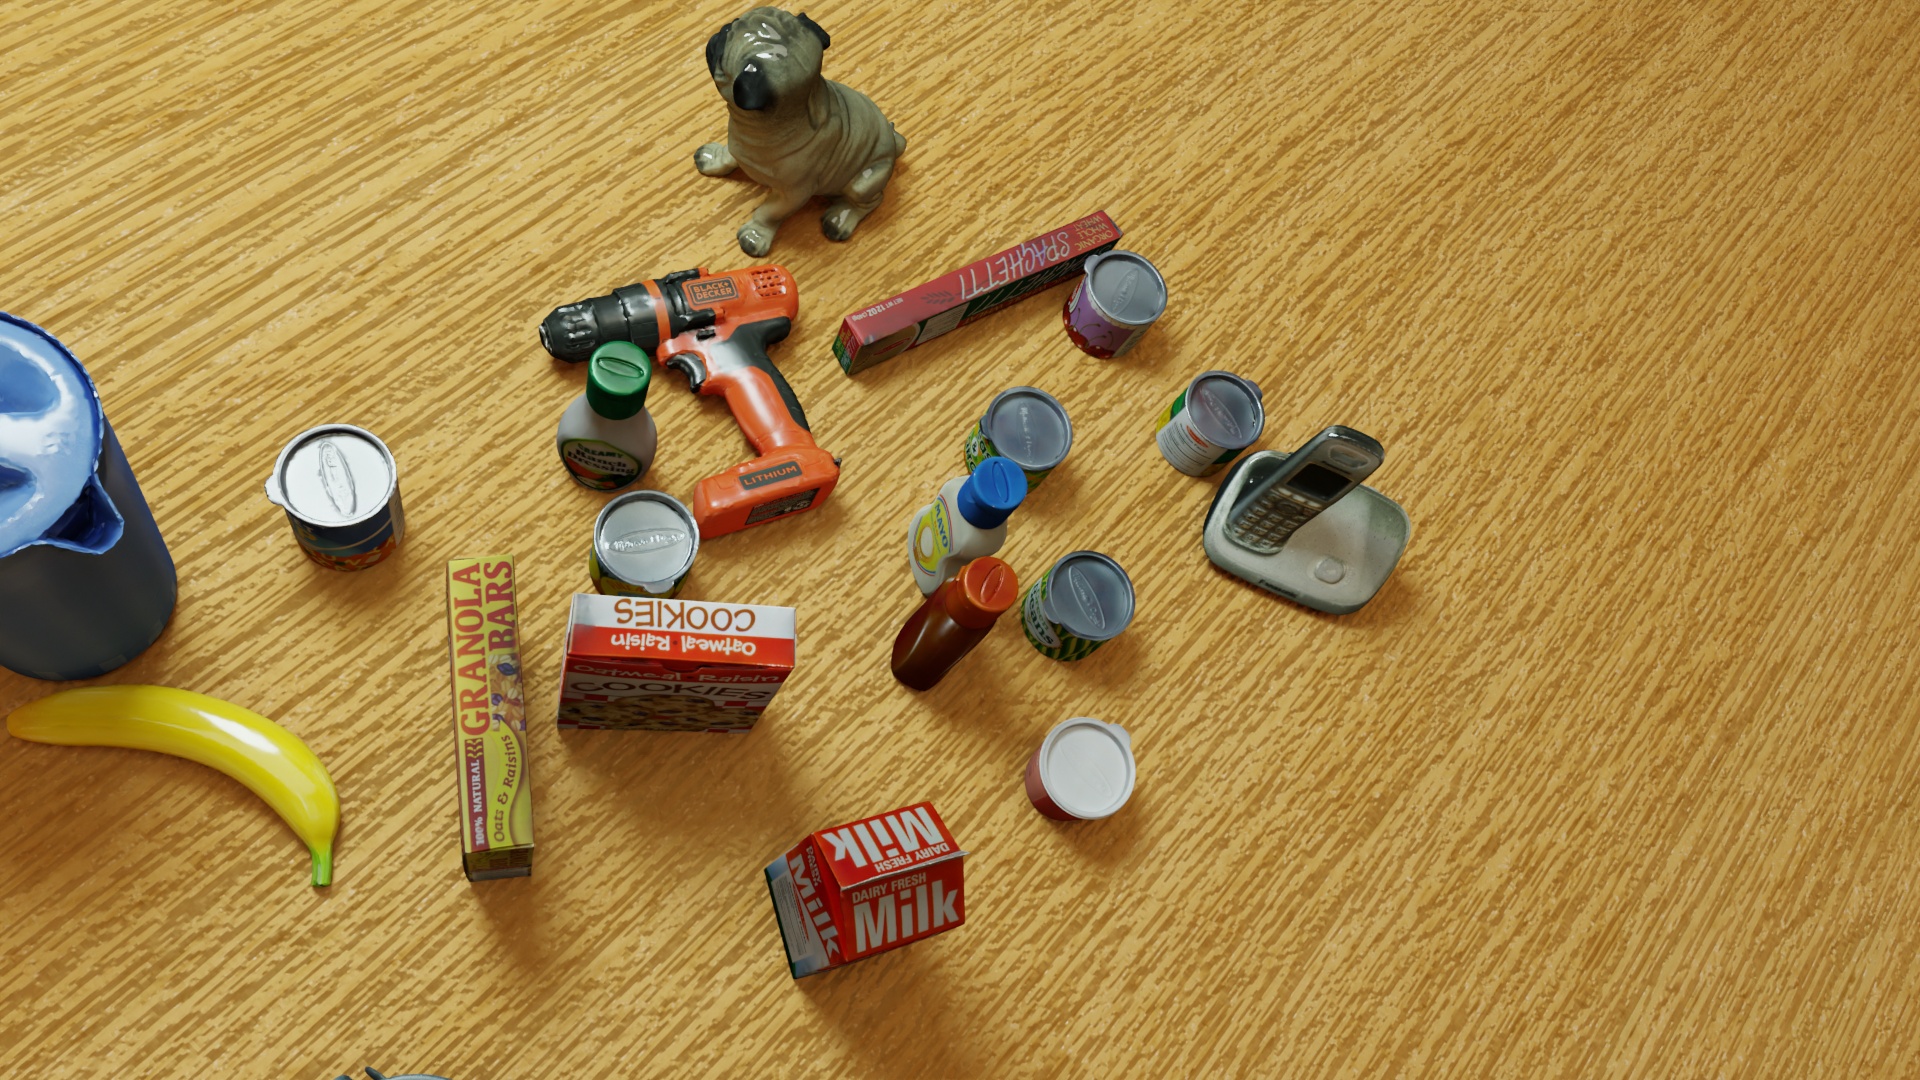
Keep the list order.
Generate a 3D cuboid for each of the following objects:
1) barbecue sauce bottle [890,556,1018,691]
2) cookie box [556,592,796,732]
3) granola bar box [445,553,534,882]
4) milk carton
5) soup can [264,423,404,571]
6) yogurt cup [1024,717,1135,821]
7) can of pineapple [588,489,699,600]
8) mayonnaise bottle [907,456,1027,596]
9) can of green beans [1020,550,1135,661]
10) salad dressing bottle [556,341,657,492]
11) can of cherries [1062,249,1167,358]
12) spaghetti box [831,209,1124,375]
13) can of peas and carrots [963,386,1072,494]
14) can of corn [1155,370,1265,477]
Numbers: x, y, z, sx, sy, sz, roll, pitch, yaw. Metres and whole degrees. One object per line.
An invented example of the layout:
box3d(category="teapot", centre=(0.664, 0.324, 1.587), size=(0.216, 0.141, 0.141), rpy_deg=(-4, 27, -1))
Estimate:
box3d(category="barbecue sauce bottle", centre=(-0.004, 0.051, 0.903), size=(0.043, 0.148, 0.065), rpy_deg=(31, 63, -5))
box3d(category="cookie box", centre=(-0.173, 0.078, 0.825), size=(0.123, 0.166, 0.040), rpy_deg=(4, 69, -17))
box3d(category="granola bar box", centre=(-0.273, 0.106, 0.805), size=(0.039, 0.123, 0.166), rpy_deg=(-4, 71, -20))
box3d(category="milk carton", centre=(-0.055, 0.202, 0.802), size=(0.072, 0.189, 0.073), rpy_deg=(-12, 74, -22))
box3d(category="soup can", centre=(-0.378, -0.024, 0.844), size=(0.071, 0.083, 0.071), rpy_deg=(6, 68, -16))
box3d(category="yogurt cup", centre=(0.077, 0.158, 0.940), size=(0.072, 0.053, 0.072), rpy_deg=(6, 68, -16))
box3d(category="can of pineapple", centre=(-0.207, 0.009, 0.903), size=(0.071, 0.057, 0.071), rpy_deg=(6, 68, -16))
box3d(category="mayonnaise bottle", centre=(0.003, -0.012, 0.930), size=(0.041, 0.147, 0.065), rpy_deg=(-6, 72, -20))
box3d(category="can of green beans", centre=(0.082, 0.047, 0.984), size=(0.071, 0.057, 0.071), rpy_deg=(6, 68, -16))
box3d(category="salad dressing bottle", centre=(-0.222, -0.078, 0.882), size=(0.064, 0.147, 0.044), rpy_deg=(17, 65, -12))
box3d(category="can of cherries", centre=(0.118, -0.186, 1.088), size=(0.071, 0.058, 0.072), rpy_deg=(6, 68, -16))
box3d(category="spaghetti box", centre=(0.016, -0.191, 1.061), size=(0.251, 0.050, 0.029), rpy_deg=(-28, 80, -26))
box3d(category="can of peas and carrots", centre=(0.039, -0.071, 1.015), size=(0.071, 0.058, 0.071), rpy_deg=(6, 68, -16))
box3d(category="can of corn", centre=(0.194, -0.091, 1.075), size=(0.071, 0.058, 0.071), rpy_deg=(6, 68, -16))
